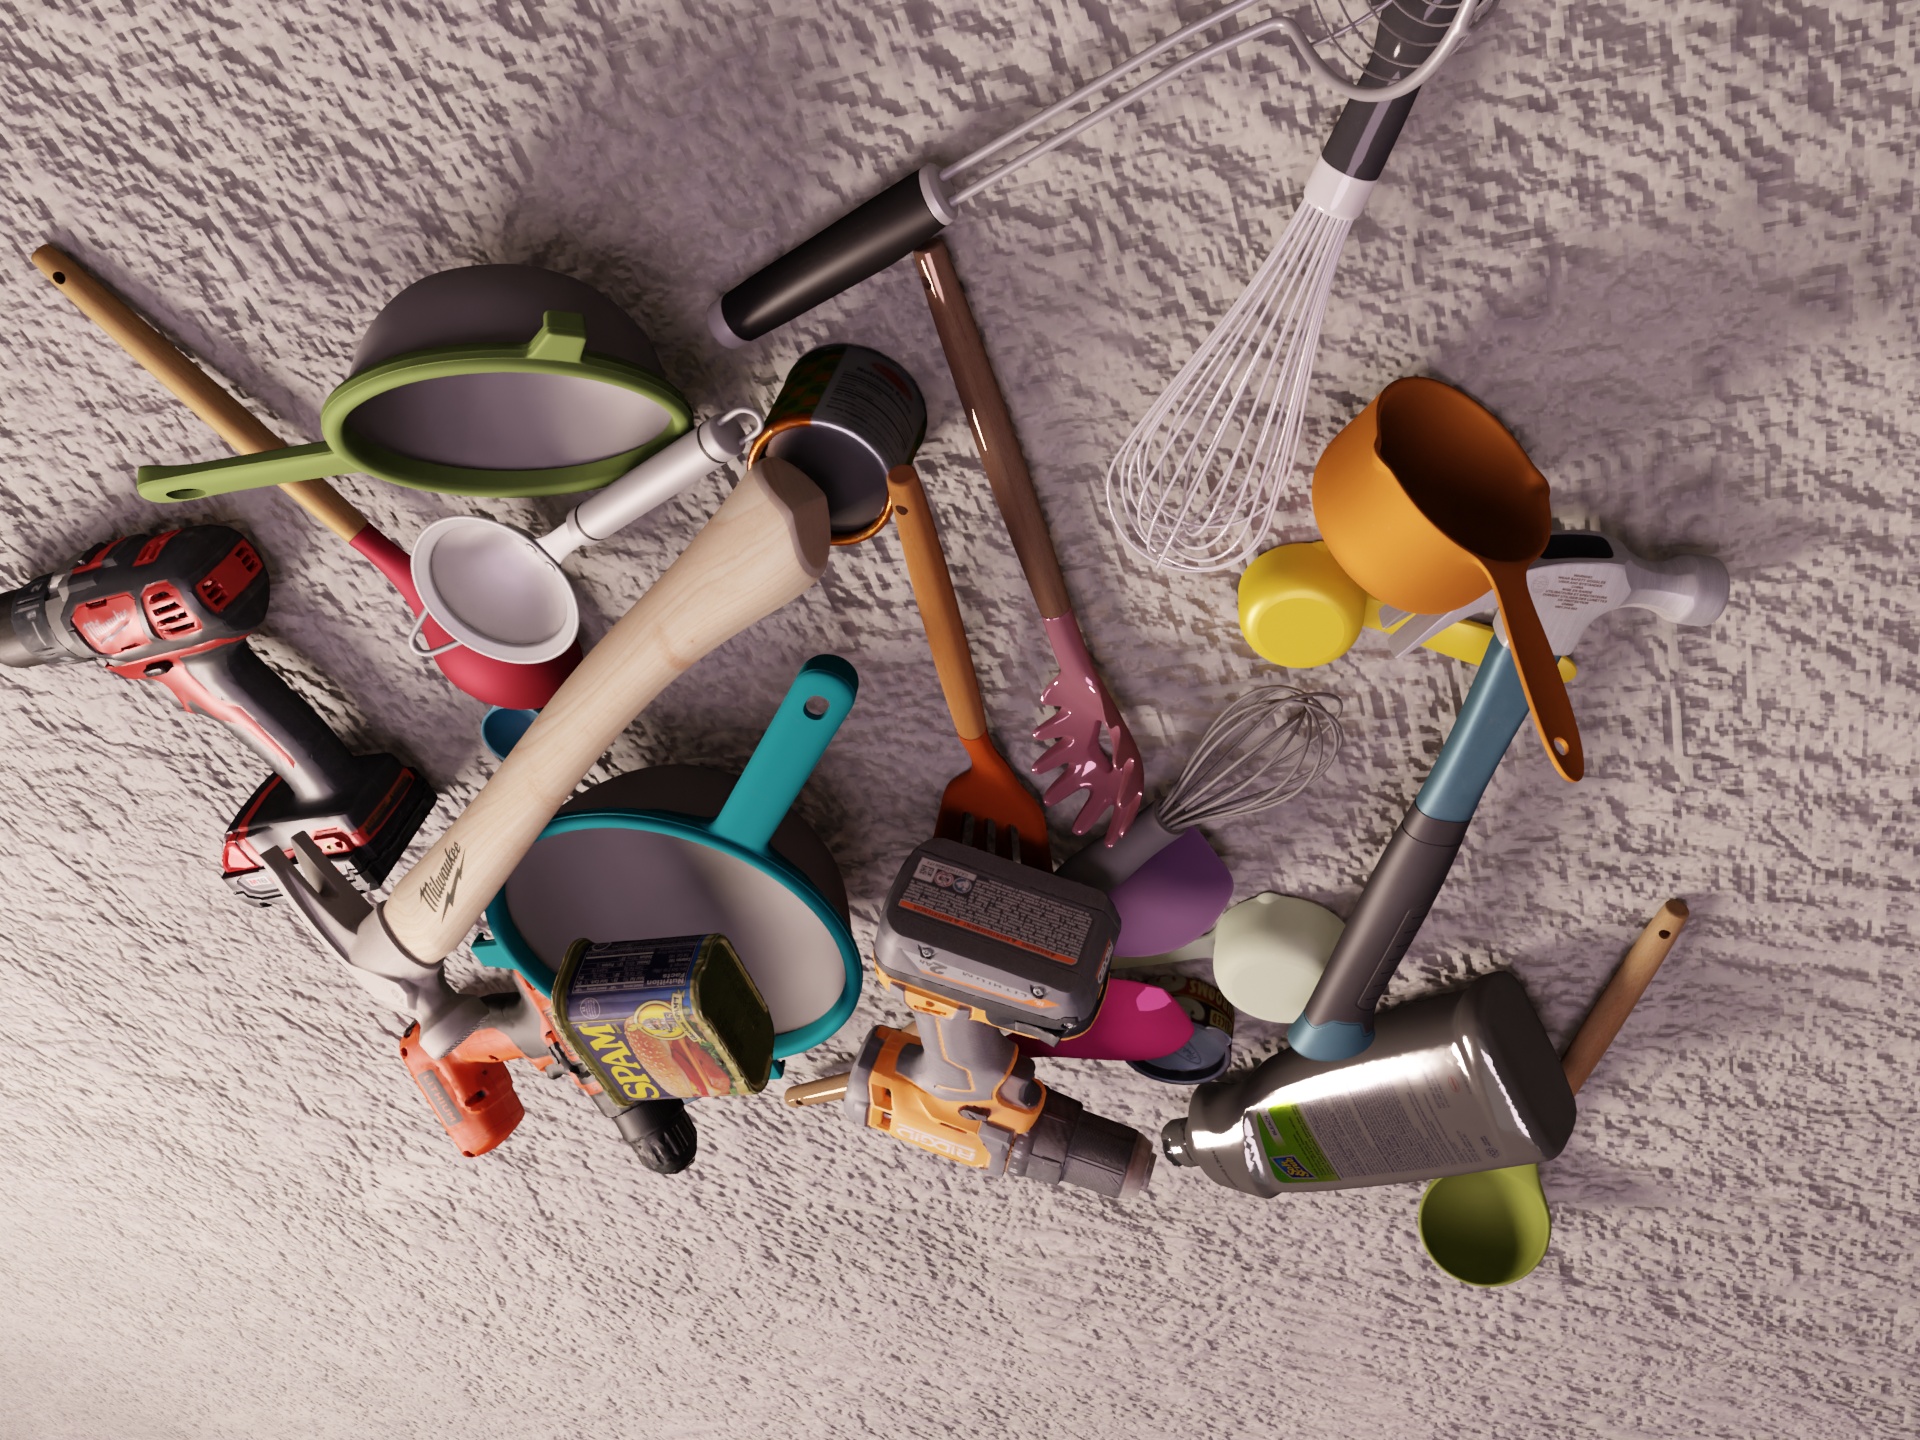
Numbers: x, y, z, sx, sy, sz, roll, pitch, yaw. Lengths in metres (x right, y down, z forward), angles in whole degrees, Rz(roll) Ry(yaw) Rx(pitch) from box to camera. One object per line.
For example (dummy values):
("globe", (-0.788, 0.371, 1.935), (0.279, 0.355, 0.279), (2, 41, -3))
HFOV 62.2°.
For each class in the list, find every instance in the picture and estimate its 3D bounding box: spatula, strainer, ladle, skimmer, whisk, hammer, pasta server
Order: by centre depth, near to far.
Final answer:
("skimmer", (0.022, -0.215, 0.545), (0.363, 0.090, 0.127), (-20, 84, 35))
("whisk", (0.125, -0.169, 0.588), (0.070, 0.070, 0.284), (19, 130, -3))
("strainer", (-0.241, -0.143, 0.683), (0.256, 0.069, 0.151), (-7, 170, 13))
("pasta server", (0.031, -0.068, 0.722), (0.060, 0.040, 0.315), (22, 145, 43))
("strainer", (-0.172, -0.087, 0.723), (0.258, 0.050, 0.086), (-21, 121, 40))
("hammer", (0.225, 0.051, 0.751), (0.128, 0.033, 0.330), (8, 130, -7))
("hammer", (-0.201, 0.013, 0.756), (0.146, 0.038, 0.410), (47, 123, 0))
("spatula", (-0.001, -0.002, 0.764), (0.081, 0.041, 0.322), (15, 150, 20))
("ladle", (-0.314, -0.111, 0.778), (0.069, 0.031, 0.315), (-39, 111, 17))
("whisk", (0.108, 0.048, 0.811), (0.055, 0.055, 0.239), (31, 138, -14))
("strainer", (-0.121, 0.055, 0.845), (0.211, 0.095, 0.340), (25, 133, -11))
("ladle", (0.339, 0.218, 0.901), (0.078, 0.062, 0.320), (21, 134, 13))
("spatula", (0.042, 0.147, 0.936), (0.316, 0.018, 0.060), (-38, 86, 41))

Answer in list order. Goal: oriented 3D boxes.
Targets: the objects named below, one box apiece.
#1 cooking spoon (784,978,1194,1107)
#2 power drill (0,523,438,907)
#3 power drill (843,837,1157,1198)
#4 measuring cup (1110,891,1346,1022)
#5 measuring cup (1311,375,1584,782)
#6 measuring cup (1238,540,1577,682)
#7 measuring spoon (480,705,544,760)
("cooking spoon", (0.004, 0.209, 0.980), (0.319, 0.017, 0.068), (-21, 117, 37))
("power drill", (-0.425, -0.001, 0.891), (0.188, 0.080, 0.226), (-9, 127, 23))
("power drill", (0.032, 0.181, 0.880), (0.185, 0.084, 0.226), (18, 137, 9))
("measuring cup", (0.136, 0.141, 0.893), (0.167, 0.038, 0.083), (-8, 130, 21))
("measuring cup", (0.190, -0.047, 0.611), (0.095, 0.174, 0.052), (3, 153, -31))
("measuring cup", (0.200, -0.035, 0.711), (0.156, 0.029, 0.062), (16, 135, 2))
("measuring spoon", (-0.243, -0.033, 0.853), (0.042, 0.021, 0.128), (0, 124, 4))
